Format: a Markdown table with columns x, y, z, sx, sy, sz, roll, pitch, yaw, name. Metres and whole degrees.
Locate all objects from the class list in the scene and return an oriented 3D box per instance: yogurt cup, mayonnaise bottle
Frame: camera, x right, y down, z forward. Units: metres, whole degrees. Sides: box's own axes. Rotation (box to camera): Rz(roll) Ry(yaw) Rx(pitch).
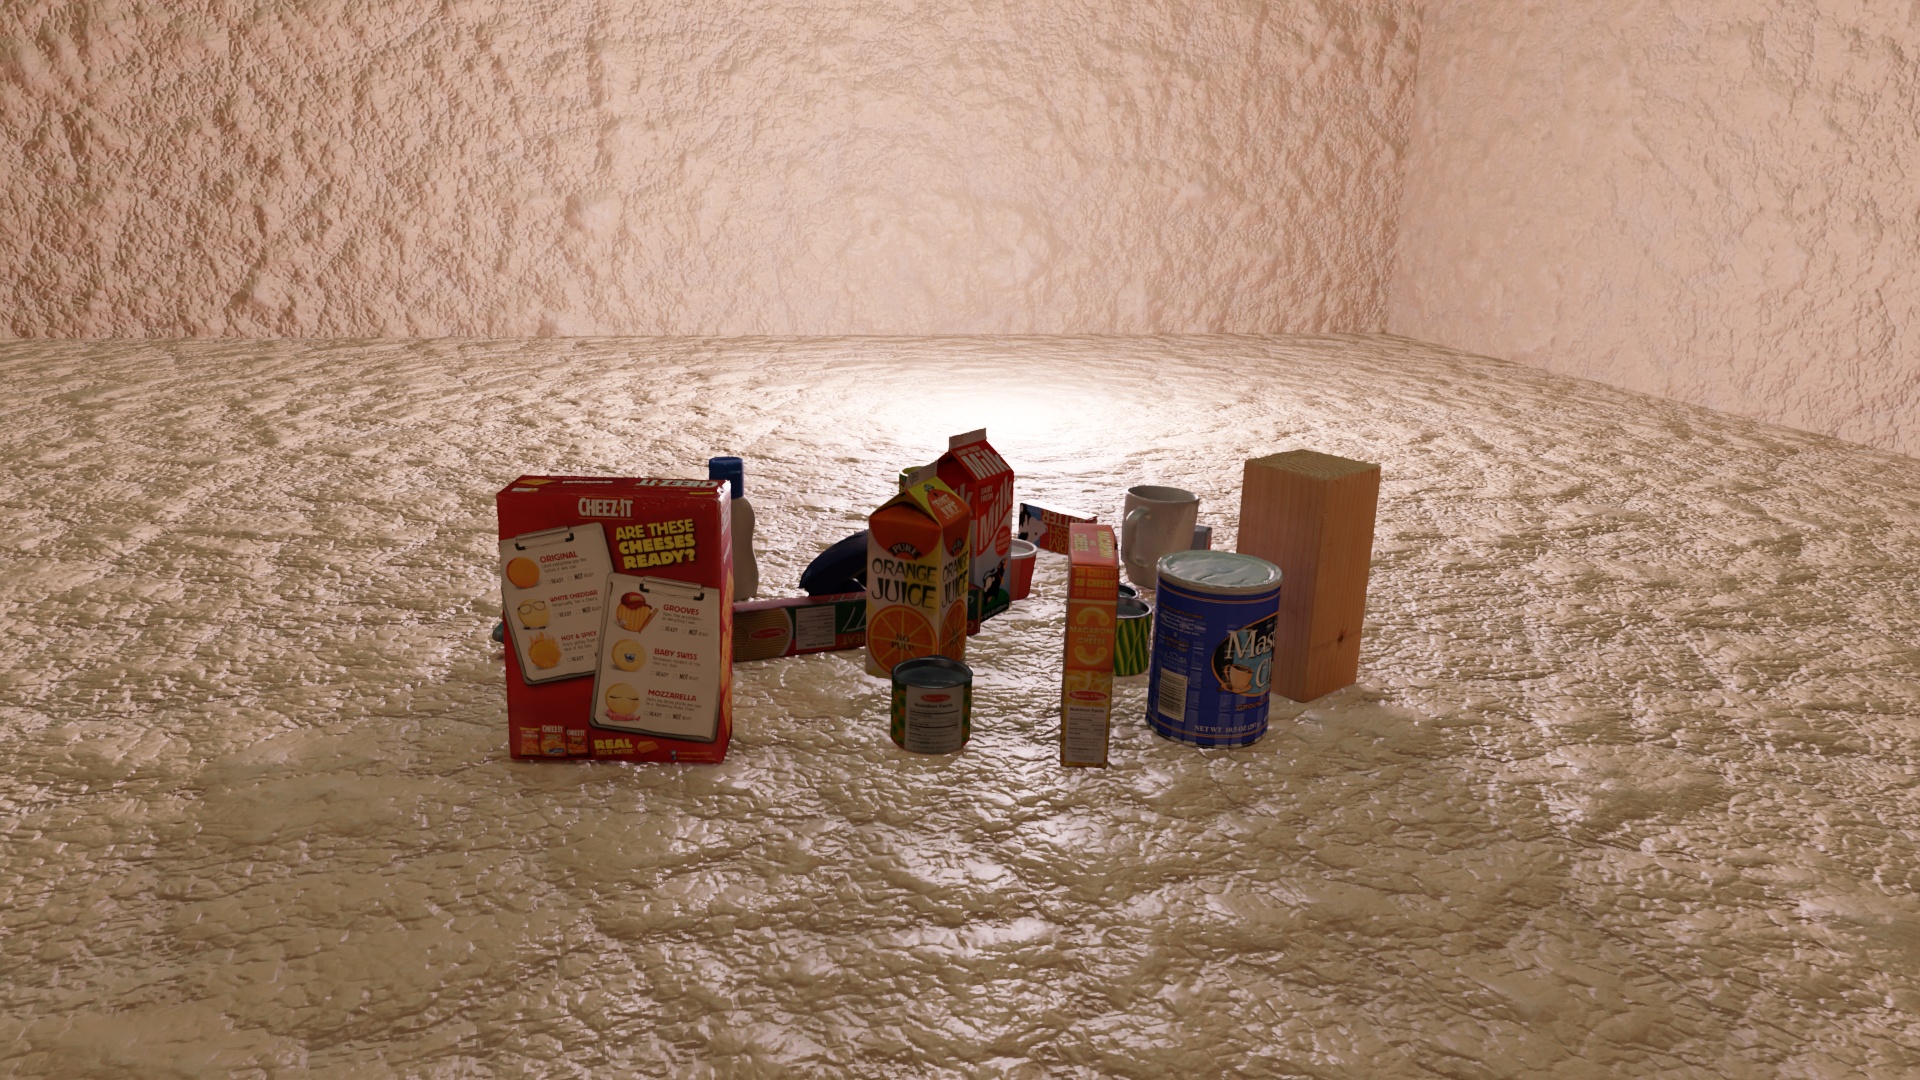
| x | y | z | sx | sy | sz | roll | pitch | yaw | name |
| --- | --- | --- | --- | --- | --- | --- | --- | --- | --- |
| 0.048 | 0.032 | 1.489 | 0.072 | 0.053 | 0.072 | 2 | 16 | 0 | yogurt cup |
| -0.241 | -0.012 | 1.432 | 0.065 | 0.147 | 0.041 | -8 | 19 | -34 | mayonnaise bottle |

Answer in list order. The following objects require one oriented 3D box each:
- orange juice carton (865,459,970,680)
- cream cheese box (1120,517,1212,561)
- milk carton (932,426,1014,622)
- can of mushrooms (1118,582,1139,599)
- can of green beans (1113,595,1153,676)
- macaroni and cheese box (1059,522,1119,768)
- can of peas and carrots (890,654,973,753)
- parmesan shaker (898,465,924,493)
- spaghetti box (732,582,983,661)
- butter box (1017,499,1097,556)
| x | y | z | sx | sy | sz | roll | pitch | yaw | name |
| --- | --- | --- | --- | --- | --- | --- | --- | --- | --- |
| -0.037 | 0.027 | 1.244 | 0.073 | 0.192 | 0.072 | 8 | 16 | 20 | orange juice carton |
| 0.238 | 0.004 | 1.612 | 0.104 | 0.053 | 0.024 | 10 | 17 | 24 | cream cheese box |
| 0.005 | -0.018 | 1.409 | 0.073 | 0.190 | 0.072 | 12 | 18 | 31 | milk carton |
| 0.147 | 0.066 | 1.421 | 0.071 | 0.033 | 0.071 | 2 | 16 | 0 | can of mushrooms |
| 0.145 | 0.089 | 1.297 | 0.071 | 0.057 | 0.071 | 2 | 16 | 0 | can of green beans |
| 0.103 | 0.081 | 1.120 | 0.040 | 0.166 | 0.124 | 3 | 16 | 3 | macaroni and cheese box |
| -0.024 | 0.132 | 1.122 | 0.071 | 0.058 | 0.071 | 2 | 16 | 0 | can of peas and carrots |
| -0.040 | -0.029 | 1.601 | 0.071 | 0.102 | 0.071 | 2 | 16 | 0 | parmesan shaker |
| -0.098 | 0.076 | 1.323 | 0.251 | 0.050 | 0.029 | -5 | 17 | -23 | spaghetti box |
| 0.116 | -0.013 | 1.657 | 0.103 | 0.053 | 0.024 | 15 | 20 | 38 | butter box |
